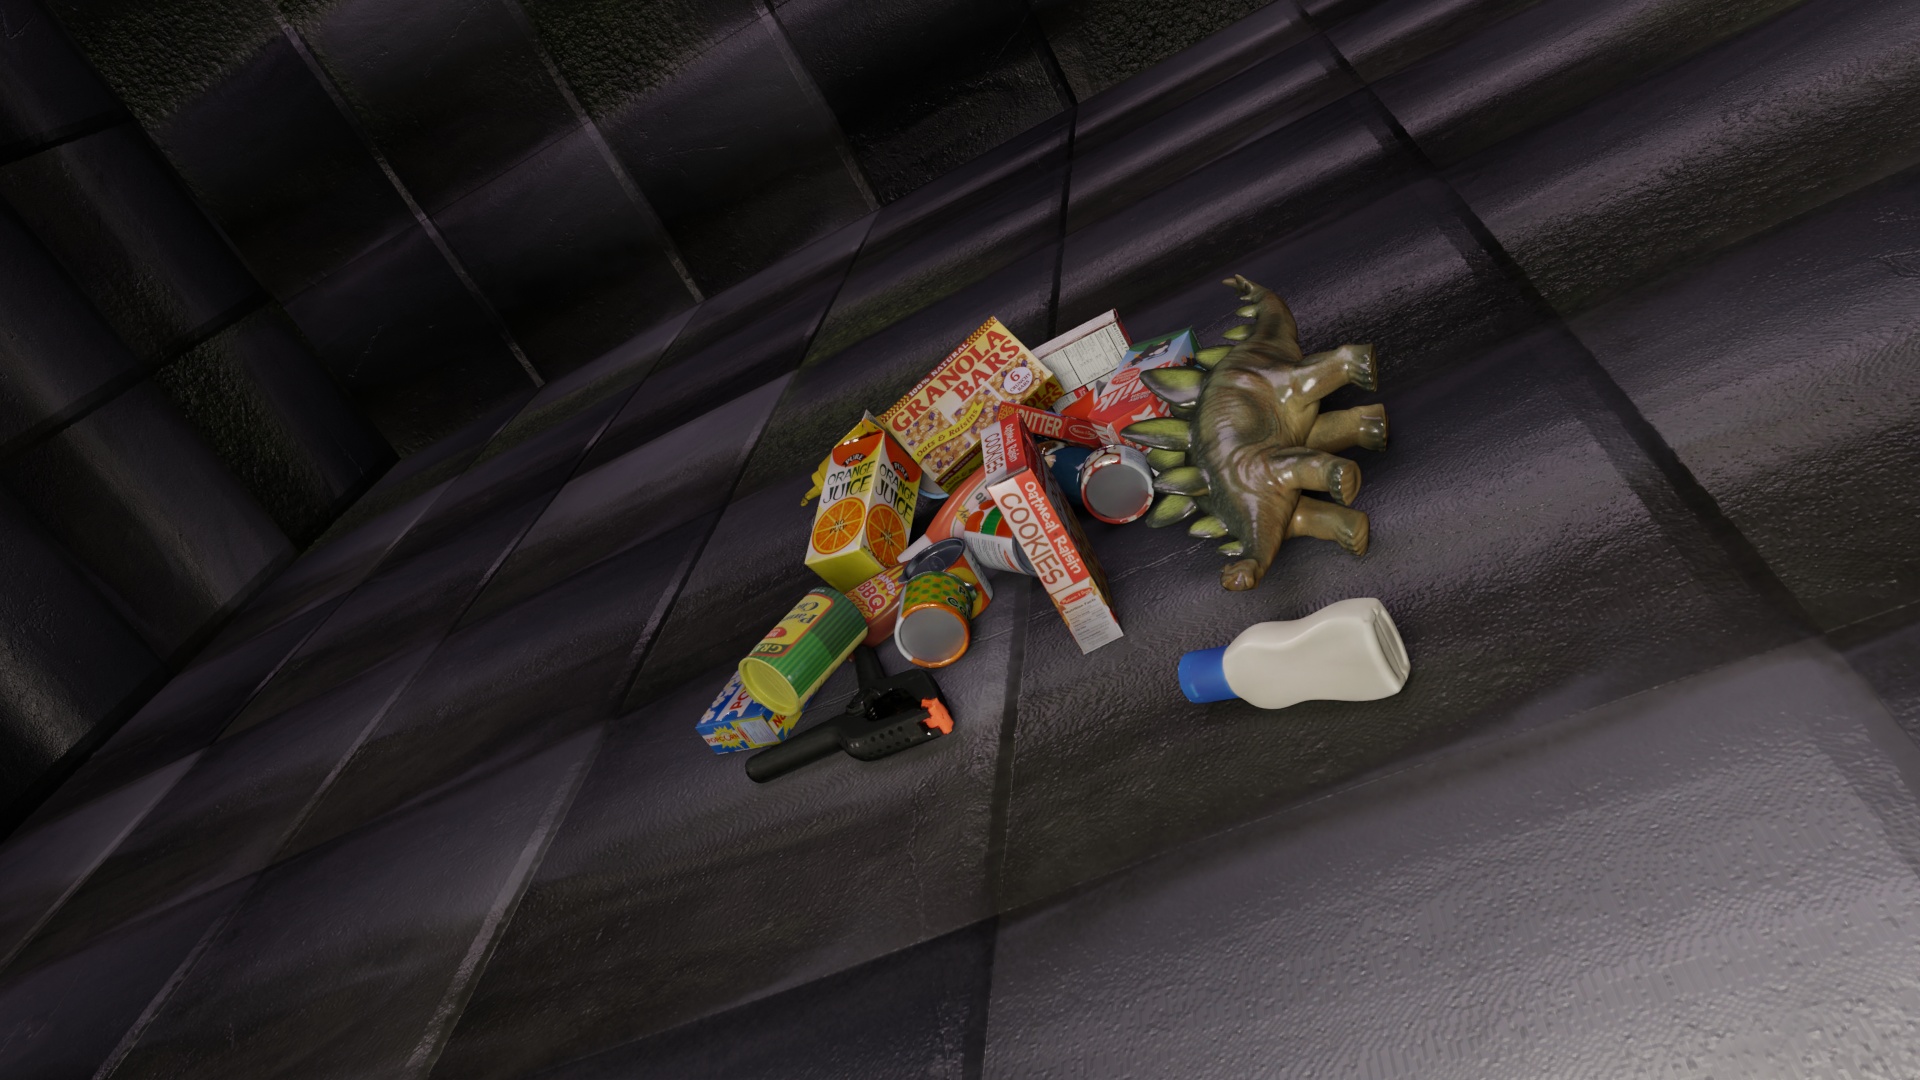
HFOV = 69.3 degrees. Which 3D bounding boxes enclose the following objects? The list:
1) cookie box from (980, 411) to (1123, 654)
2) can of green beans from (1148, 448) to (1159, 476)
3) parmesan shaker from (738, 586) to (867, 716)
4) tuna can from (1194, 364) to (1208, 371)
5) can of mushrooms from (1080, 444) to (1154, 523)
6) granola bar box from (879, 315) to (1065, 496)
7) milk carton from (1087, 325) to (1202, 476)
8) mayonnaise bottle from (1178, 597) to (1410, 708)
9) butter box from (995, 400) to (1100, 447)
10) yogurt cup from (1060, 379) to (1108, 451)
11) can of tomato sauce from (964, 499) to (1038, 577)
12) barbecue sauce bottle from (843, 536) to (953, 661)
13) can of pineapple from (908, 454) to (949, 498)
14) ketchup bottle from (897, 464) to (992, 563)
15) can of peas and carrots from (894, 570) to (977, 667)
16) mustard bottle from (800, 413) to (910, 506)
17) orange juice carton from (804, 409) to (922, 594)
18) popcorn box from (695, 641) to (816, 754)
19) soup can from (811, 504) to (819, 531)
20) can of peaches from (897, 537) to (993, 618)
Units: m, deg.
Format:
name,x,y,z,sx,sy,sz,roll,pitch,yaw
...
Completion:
name,x,y,z,sx,sy,sz,roll,pitch,yaw
cookie box,0.073,-0.009,1.122,0.040,0.167,0.123,-26,23,10
can of green beans,0.209,-0.079,1.231,0.058,0.071,0.071,-43,25,-26
parmesan shaker,-0.140,0.097,1.230,0.071,0.071,0.103,-7,32,45
tuna can,0.236,-0.135,1.308,0.071,0.071,0.033,-38,22,-16
can of mushrooms,0.140,-0.049,1.256,0.071,0.071,0.033,-24,24,16
granola bar box,0.012,-0.143,1.468,0.165,0.039,0.124,-42,51,2
milk carton,0.184,-0.127,1.353,0.073,0.072,0.192,-14,28,34
mayonnaise bottle,0.213,0.079,0.909,0.147,0.064,0.041,-15,19,41
butter box,0.087,-0.115,1.374,0.103,0.053,0.024,21,98,49
yogurt cup,0.137,-0.120,1.409,0.053,0.072,0.073,-26,22,33
can of tomato sauce,0.053,-0.004,1.270,0.071,0.071,0.083,-41,24,-22
barbecue sauce bottle,-0.060,0.051,1.319,0.149,0.043,0.065,-34,42,-7
can of pineapple,-0.025,-0.088,1.537,0.071,0.071,0.058,-20,25,25
ketchup bottle,0.005,-0.017,1.367,0.149,0.064,0.043,-41,13,0
can of peas and carrots,-0.021,0.068,1.212,0.071,0.070,0.059,-25,24,15
mustard bottle,-0.130,-0.091,1.680,0.160,0.065,0.049,-33,26,5
orange juice carton,-0.095,-0.043,1.444,0.073,0.071,0.193,-16,48,32
popcorn box,-0.178,0.139,1.294,0.085,0.038,0.127,-14,28,33
soup can,-0.117,-0.034,1.532,0.071,0.071,0.084,-13,28,37
can of peaches,-0.013,0.041,1.269,0.071,0.058,0.071,-26,24,13
